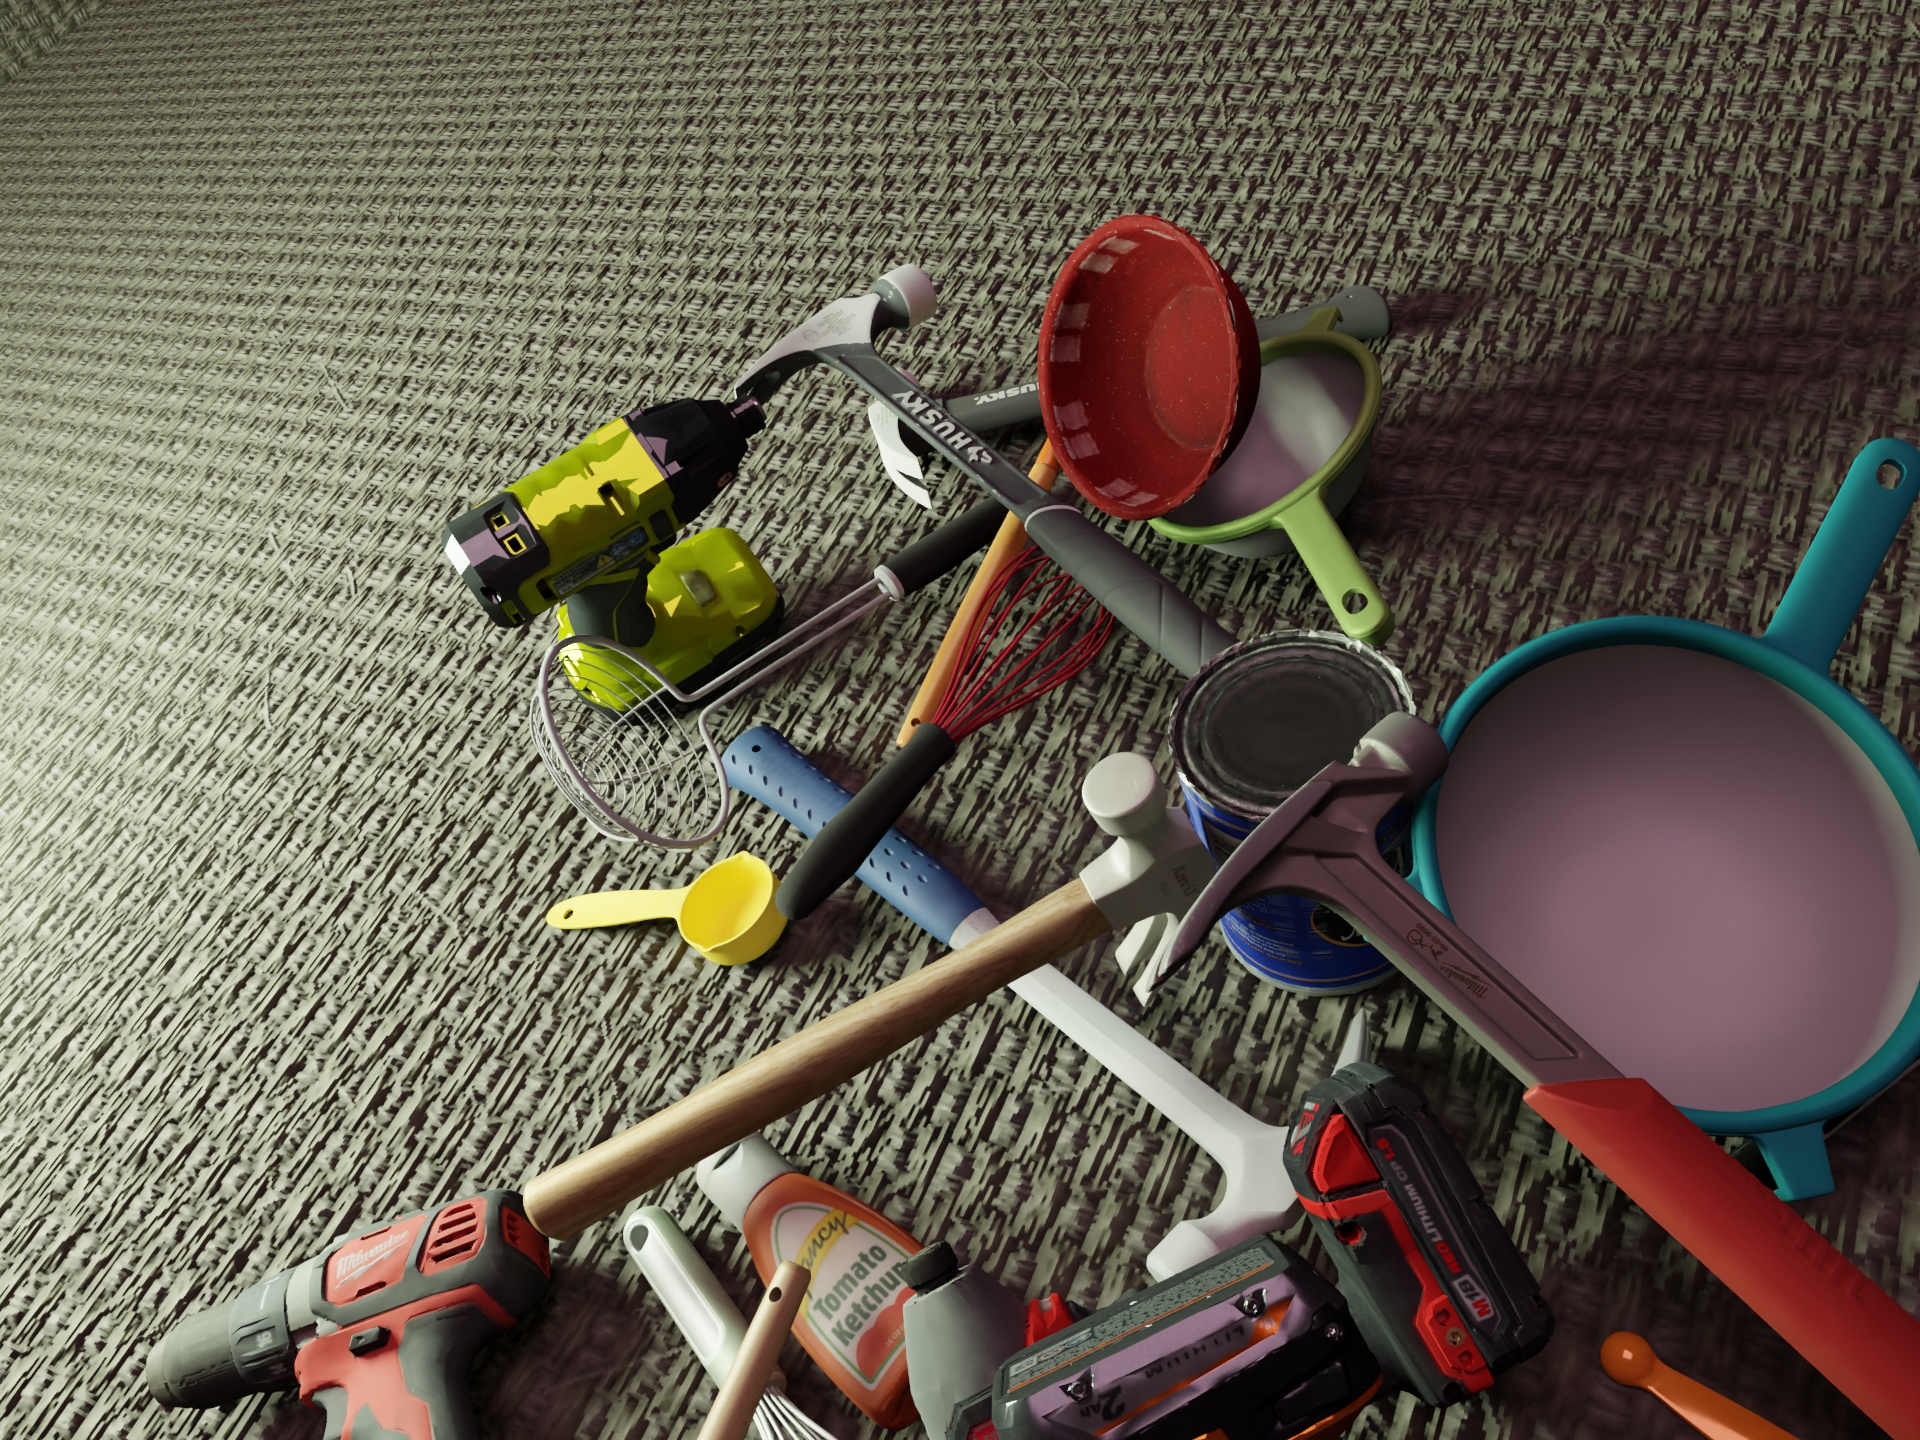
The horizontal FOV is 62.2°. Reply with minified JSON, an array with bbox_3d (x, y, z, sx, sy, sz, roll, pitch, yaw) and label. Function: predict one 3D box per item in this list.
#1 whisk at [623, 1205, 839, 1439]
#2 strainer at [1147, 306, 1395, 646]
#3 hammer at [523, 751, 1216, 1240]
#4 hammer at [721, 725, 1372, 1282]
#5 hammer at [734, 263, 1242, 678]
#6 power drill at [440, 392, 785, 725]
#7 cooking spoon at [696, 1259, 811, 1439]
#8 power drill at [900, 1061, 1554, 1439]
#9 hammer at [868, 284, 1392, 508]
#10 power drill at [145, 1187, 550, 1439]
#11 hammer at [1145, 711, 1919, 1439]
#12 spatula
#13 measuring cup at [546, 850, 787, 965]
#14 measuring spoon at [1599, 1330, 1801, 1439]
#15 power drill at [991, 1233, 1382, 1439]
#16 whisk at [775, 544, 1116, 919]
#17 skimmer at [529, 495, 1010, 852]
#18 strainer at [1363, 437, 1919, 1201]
[{"bbox_3d":[-0.079,0.284,0.656,0.247,0.059,0.058,37,98,44],"label":"whisk"},{"bbox_3d":[0.189,-0.110,0.860,0.151,0.069,0.257,-34,39,17],"label":"strainer"},{"bbox_3d":[-0.040,0.135,0.682,0.331,0.129,0.031,-30,47,6],"label":"hammer"},{"bbox_3d":[0.016,0.104,0.780,0.144,0.035,0.406,-42,49,-16],"label":"hammer"},{"bbox_3d":[0.033,-0.117,0.860,0.149,0.036,0.409,-33,57,-20],"label":"hammer"},{"bbox_3d":[-0.171,-0.088,0.881,0.171,0.223,0.080,-33,75,-9],"label":"power drill"},{"bbox_3d":[-0.130,0.358,0.594,0.069,0.017,0.319,13,67,32],"label":"cooking spoon"},{"bbox_3d":[0.089,0.223,0.592,0.219,0.078,0.143,-29,79,-3],"label":"power drill"},{"bbox_3d":[0.105,-0.217,1.013,0.335,0.035,0.146,-13,36,7],"label":"hammer"},{"bbox_3d":[-0.265,0.323,0.673,0.188,0.080,0.227,-20,44,3],"label":"power drill"},{"bbox_3d":[0.237,0.159,0.543,0.149,0.036,0.359,-40,74,-23],"label":"hammer"},{"bbox_3d":[0.041,-0.123,0.933,0.081,0.041,0.323,24,77,11],"label":"spatula"},{"bbox_3d":[-0.159,0.107,0.858,0.156,0.029,0.062,-7,48,30],"label":"measuring cup"},{"bbox_3d":[0.283,0.256,0.564,0.117,0.011,0.021,29,66,37],"label":"measuring spoon"},{"bbox_3d":[0.121,0.287,0.501,0.164,0.084,0.226,-25,80,-2],"label":"power drill"},{"bbox_3d":[-0.001,-0.003,0.831,0.073,0.073,0.296,18,50,32],"label":"whisk"},{"bbox_3d":[-0.074,-0.056,0.878,0.363,0.090,0.127,-36,91,-28],"label":"skimmer"},{"bbox_3d":[0.319,0.022,0.678,0.211,0.095,0.340,32,70,13],"label":"strainer"}]
